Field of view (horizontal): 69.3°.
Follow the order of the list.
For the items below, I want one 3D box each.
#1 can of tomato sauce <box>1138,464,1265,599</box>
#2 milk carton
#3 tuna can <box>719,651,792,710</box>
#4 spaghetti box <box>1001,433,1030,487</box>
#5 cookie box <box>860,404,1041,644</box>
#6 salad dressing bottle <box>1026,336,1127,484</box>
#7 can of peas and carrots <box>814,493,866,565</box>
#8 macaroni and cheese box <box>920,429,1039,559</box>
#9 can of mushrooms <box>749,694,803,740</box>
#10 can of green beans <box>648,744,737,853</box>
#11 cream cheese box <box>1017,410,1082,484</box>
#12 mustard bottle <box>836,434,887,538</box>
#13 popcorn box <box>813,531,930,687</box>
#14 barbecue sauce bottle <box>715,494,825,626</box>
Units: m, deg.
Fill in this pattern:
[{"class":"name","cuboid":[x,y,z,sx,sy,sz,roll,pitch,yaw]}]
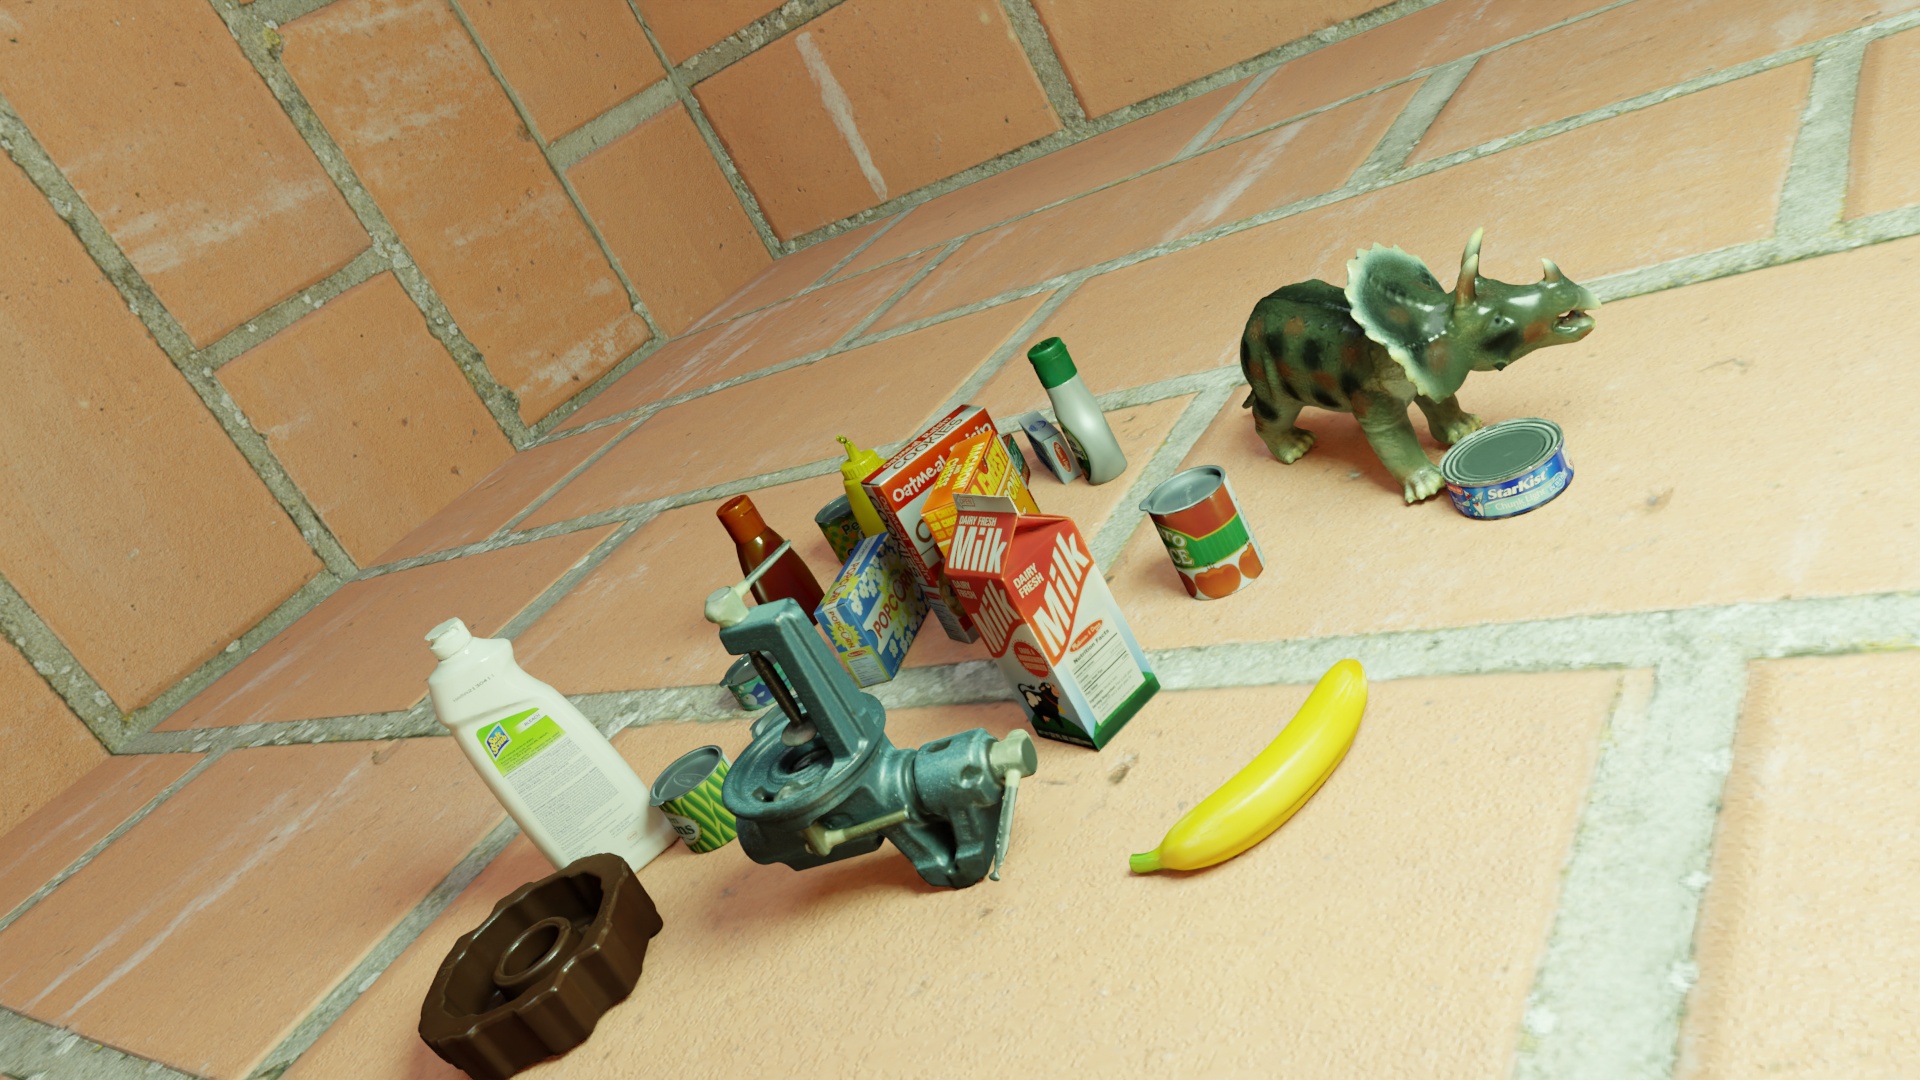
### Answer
[{"class":"can of tomato sauce","cuboid":[0.187,-0.005,1.068,0.071,0.083,0.071,-25,21,11]},{"class":"milk carton","cuboid":[0.056,0.047,0.966,0.074,0.190,0.072,-40,23,-26]},{"class":"tuna can","cuboid":[-0.188,0.129,1.305,0.071,0.032,0.071,-25,22,11]},{"class":"spaghetti box","cuboid":[0.040,-0.034,1.362,0.028,0.050,0.251,-23,22,17]},{"class":"cookie box","cuboid":[0.004,-0.015,1.202,0.123,0.167,0.040,-39,23,-24]},{"class":"salad dressing bottle","cuboid":[0.112,-0.126,1.344,0.044,0.147,0.064,-30,21,0]},{"class":"can of peas and carrots","cuboid":[-0.114,-0.014,1.498,0.071,0.058,0.071,-25,21,11]},{"class":"macaroni and cheese box","cuboid":[0.037,0.011,1.103,0.040,0.166,0.124,-20,23,24]},{"class":"can of mushrooms","cuboid":[-0.142,0.161,1.173,0.071,0.033,0.071,-25,22,11]},{"class":"can of green beans","cuboid":[-0.205,0.207,1.114,0.071,0.057,0.071,-25,21,11]},{"class":"cream cheese box","cuboid":[0.092,-0.097,1.436,0.024,0.053,0.104,-30,21,-1]},{"class":"mustard bottle","cuboid":[-0.077,-0.040,1.370,0.065,0.159,0.049,-13,26,37]},{"class":"popcorn box","cuboid":[-0.076,0.060,1.247,0.038,0.085,0.127,-18,24,27]},{"class":"barbecue sauce bottle","cuboid":[-0.190,0.024,1.383,0.043,0.148,0.065,-6,31,46]}]
